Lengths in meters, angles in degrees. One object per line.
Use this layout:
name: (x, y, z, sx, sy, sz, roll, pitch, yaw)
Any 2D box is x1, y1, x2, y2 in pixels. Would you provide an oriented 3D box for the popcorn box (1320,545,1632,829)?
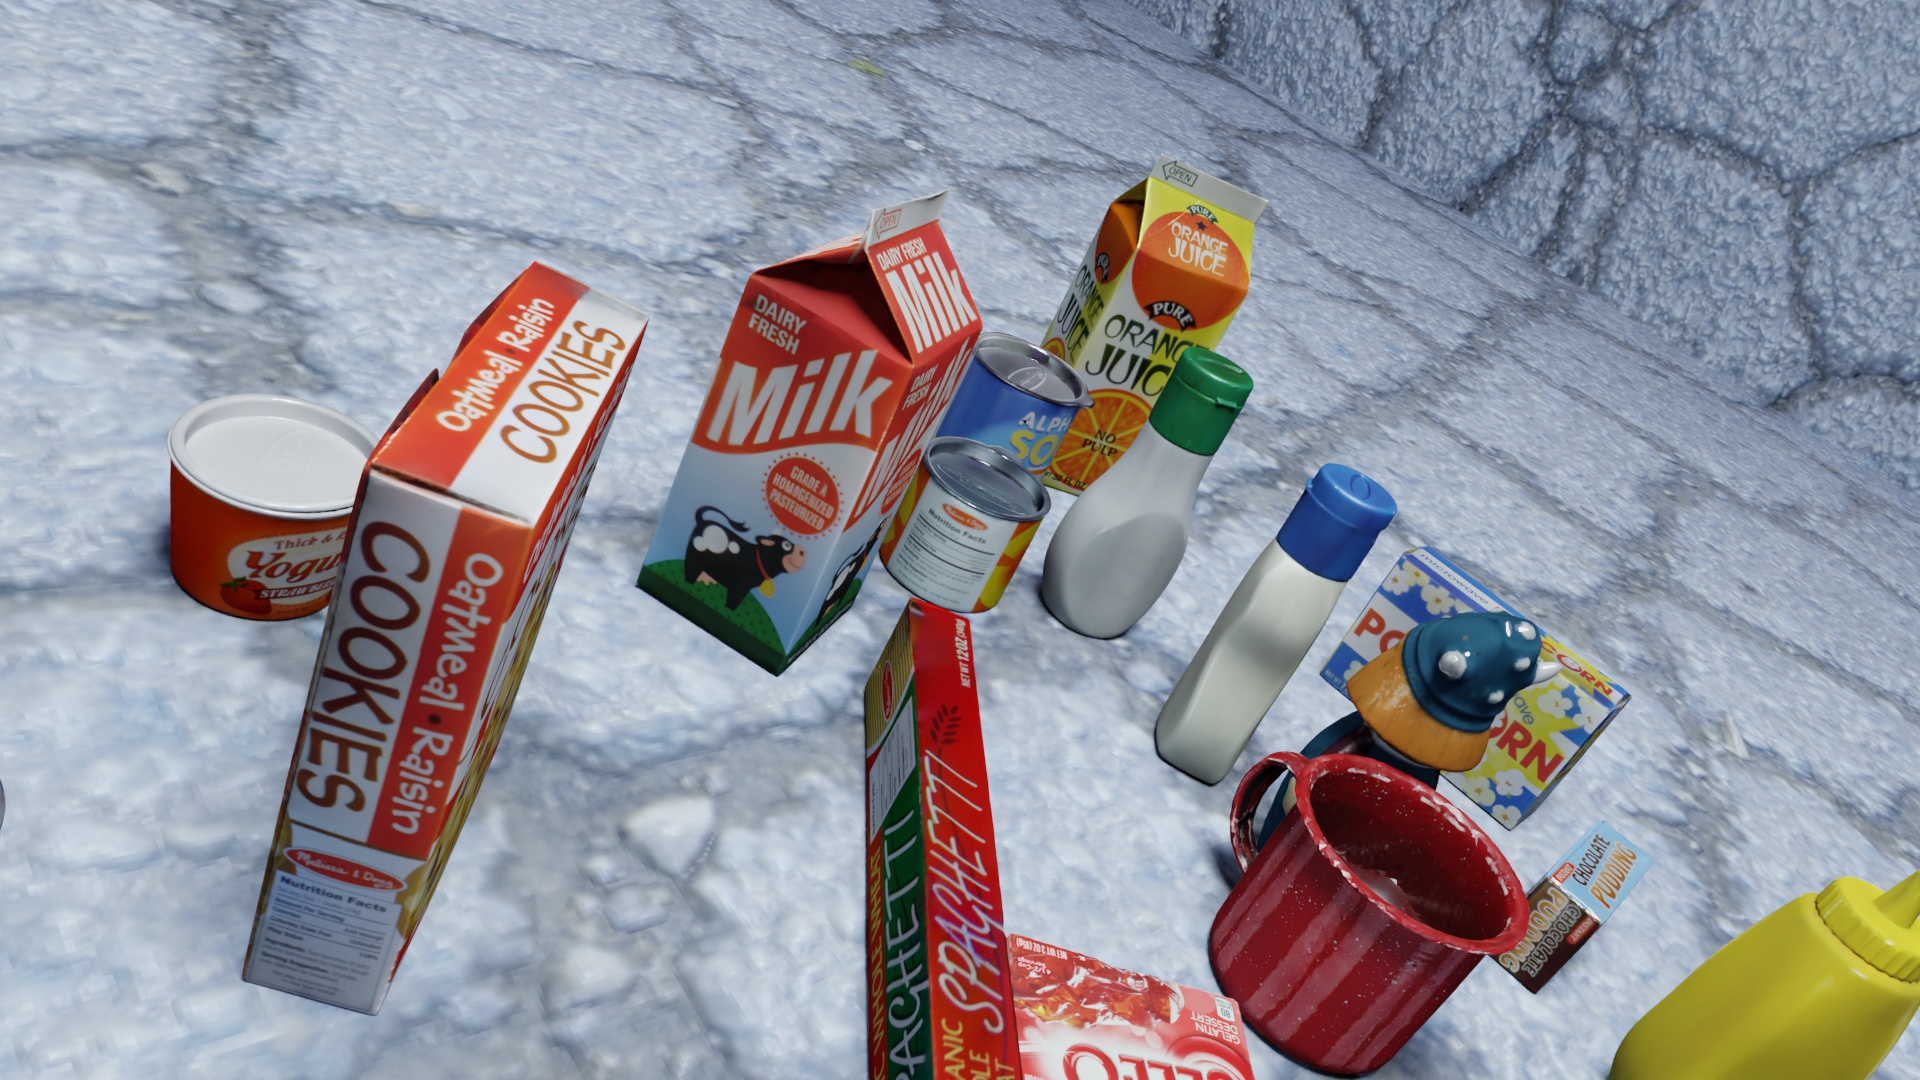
popcorn box: (0.262, 0.074, 0.719, 0.127, 0.084, 0.038, 42, 31, 26)

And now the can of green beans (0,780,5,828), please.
can of green beans: (-0.252, 0.080, 0.305, 0.071, 0.057, 0.071, 21, 29, -12)

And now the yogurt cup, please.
yogurt cup: (-0.235, -0.010, 0.473, 0.072, 0.053, 0.073, 21, 29, -12)

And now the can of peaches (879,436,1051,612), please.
can of peaches: (0.002, -0.008, 0.666, 0.071, 0.057, 0.071, 21, 29, -12)

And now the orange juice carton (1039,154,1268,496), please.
orange juice carton: (0.100, -0.121, 0.794, 0.072, 0.191, 0.073, 17, 29, -17)

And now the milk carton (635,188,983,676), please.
milk carton: (-0.054, -0.049, 0.546, 0.073, 0.189, 0.073, 31, 28, 8)

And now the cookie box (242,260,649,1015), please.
cookie box: (-0.139, 0.023, 0.379, 0.040, 0.166, 0.123, 21, 29, -12)

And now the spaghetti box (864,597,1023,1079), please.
spaghetti box: (-0.010, 0.112, 0.462, 0.029, 0.050, 0.251, 19, 29, -15)

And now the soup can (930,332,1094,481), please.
soup can: (0.022, -0.056, 0.734, 0.071, 0.083, 0.072, 21, 29, -12)

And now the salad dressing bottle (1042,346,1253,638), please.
salad dressing bottle: (0.090, -0.022, 0.667, 0.064, 0.147, 0.044, 12, 31, -26)

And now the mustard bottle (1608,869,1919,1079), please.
mustard bottle: (0.312, 0.173, 0.516, 0.065, 0.159, 0.049, 22, 28, -9)

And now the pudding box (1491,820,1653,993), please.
pudding box: (0.271, 0.161, 0.618, 0.030, 0.049, 0.084, 42, 32, 27)

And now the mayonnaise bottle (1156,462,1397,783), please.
mayonnaise bottle: (0.137, 0.036, 0.610, 0.041, 0.147, 0.065, 30, 28, 5)
